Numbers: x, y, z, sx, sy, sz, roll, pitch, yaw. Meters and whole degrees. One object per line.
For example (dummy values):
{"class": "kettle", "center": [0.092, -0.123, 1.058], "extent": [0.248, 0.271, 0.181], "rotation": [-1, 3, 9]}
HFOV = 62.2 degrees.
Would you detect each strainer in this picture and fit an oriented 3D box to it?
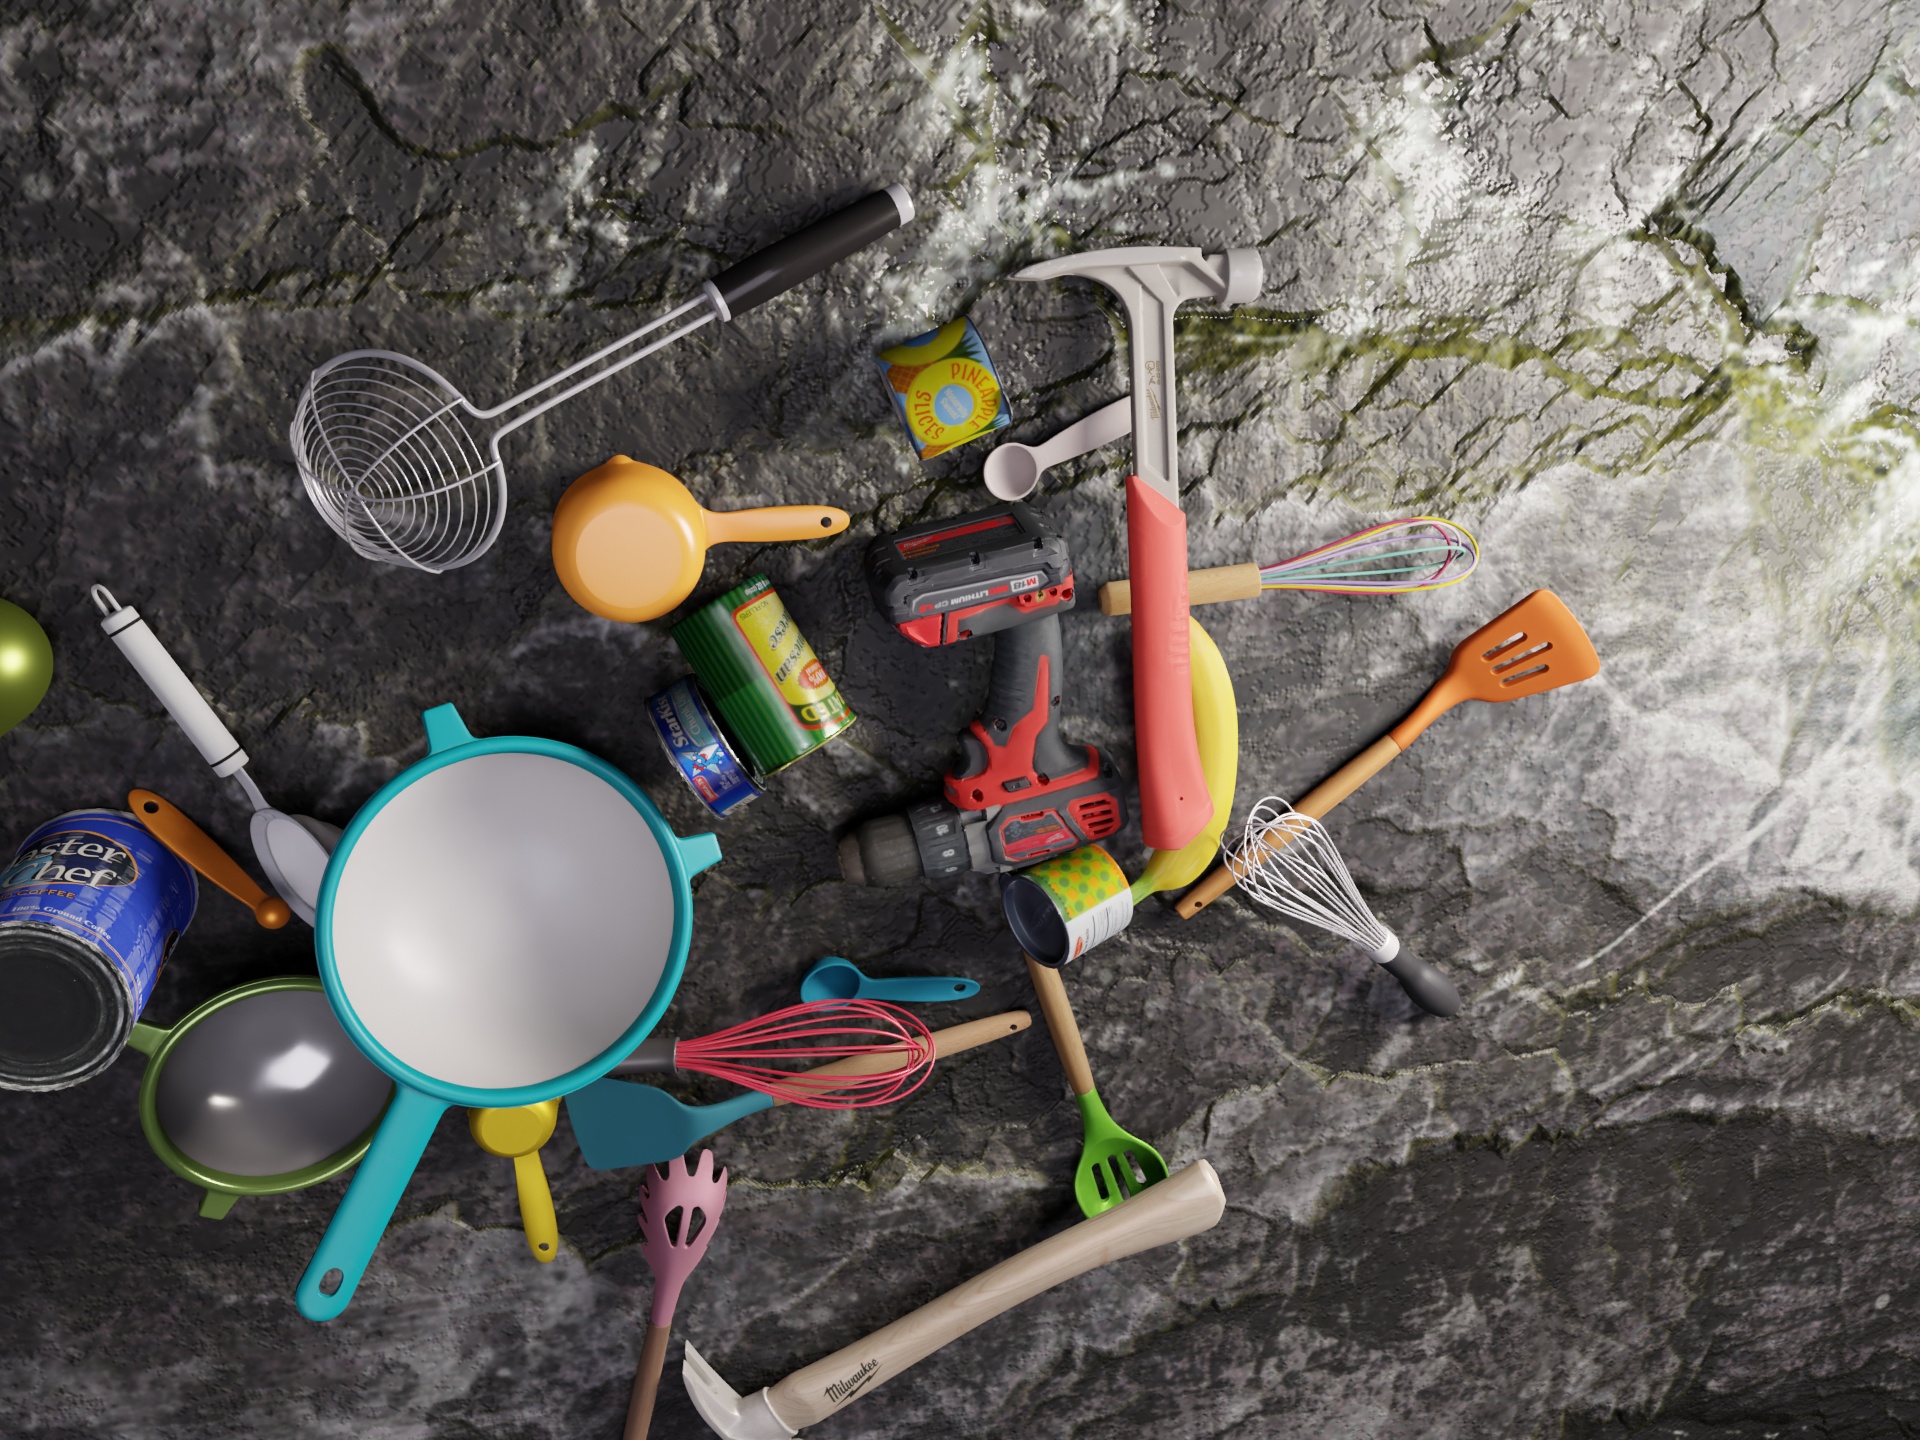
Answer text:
{"class": "strainer", "center": [-0.299, 0.172, 0.929], "extent": [0.210, 0.095, 0.340], "rotation": [29, 77, -23]}
{"class": "strainer", "center": [-0.416, 0.029, 0.922], "extent": [0.087, 0.050, 0.258], "rotation": [-12, 116, 42]}
{"class": "strainer", "center": [-0.373, 0.193, 0.992], "extent": [0.256, 0.069, 0.151], "rotation": [-20, 119, -22]}

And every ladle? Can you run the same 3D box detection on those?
{"class": "ladle", "center": [-0.576, 0.076, 0.914], "extent": [0.078, 0.062, 0.320], "rotation": [12, 115, -16]}

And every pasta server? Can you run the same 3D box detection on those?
{"class": "pasta server", "center": [-0.219, 0.443, 1.139], "extent": [0.060, 0.040, 0.316], "rotation": [8, 114, -15]}

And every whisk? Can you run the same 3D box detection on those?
{"class": "whisk", "center": [-0.164, 0.216, 1.030], "extent": [0.296, 0.073, 0.073], "rotation": [0, 112, -1]}
{"class": "whisk", "center": [0.207, -0.094, 1.005], "extent": [0.245, 0.051, 0.047], "rotation": [-8, 92, -4]}
{"class": "whisk", "center": [0.271, 0.138, 1.085], "extent": [0.070, 0.070, 0.284], "rotation": [-46, 125, 8]}

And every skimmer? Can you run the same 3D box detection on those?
{"class": "skimmer", "center": [-0.194, -0.204, 0.880], "extent": [0.363, 0.090, 0.127], "rotation": [-31, 112, -9]}

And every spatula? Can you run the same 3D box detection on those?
{"class": "spatula", "center": [-0.106, 0.240, 1.082], "extent": [0.317, 0.044, 0.082], "rotation": [-14, 113, -11]}
{"class": "spatula", "center": [0.275, 0.033, 1.066], "extent": [0.322, 0.041, 0.081], "rotation": [-40, 115, 7]}

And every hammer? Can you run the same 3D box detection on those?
{"class": "hammer", "center": [0.109, -0.097, 0.952], "extent": [0.149, 0.037, 0.359], "rotation": [-6, 103, -10]}
{"class": "hammer", "center": [-0.001, 0.418, 1.146], "extent": [0.410, 0.038, 0.146], "rotation": [-31, 113, 8]}

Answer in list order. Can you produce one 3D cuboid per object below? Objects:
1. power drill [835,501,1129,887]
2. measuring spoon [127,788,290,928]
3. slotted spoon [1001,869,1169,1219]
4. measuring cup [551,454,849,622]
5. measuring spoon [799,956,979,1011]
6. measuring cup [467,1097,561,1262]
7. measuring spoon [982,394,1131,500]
{"class": "power drill", "center": [-0.002, -0.003, 0.977], "extent": [0.188, 0.080, 0.226], "rotation": [-15, 117, -5]}
{"class": "measuring spoon", "center": [-0.441, 0.080, 0.934], "extent": [0.117, 0.021, 0.011], "rotation": [43, 137, -7]}
{"class": "slotted spoon", "center": [0.081, 0.237, 1.116], "extent": [0.070, 0.031, 0.313], "rotation": [-20, 112, -2]}
{"class": "measuring cup", "center": [-0.148, -0.104, 0.915], "extent": [0.173, 0.052, 0.095], "rotation": [-5, 113, -7]}
{"class": "measuring spoon", "center": [-0.048, 0.175, 1.073], "extent": [0.128, 0.021, 0.042], "rotation": [5, 121, -23]}
{"class": "measuring cup", "center": [-0.290, 0.307, 1.064], "extent": [0.062, 0.029, 0.156], "rotation": [-8, 111, -8]}
{"class": "measuring spoon", "center": [0.068, -0.170, 0.958], "extent": [0.124, 0.018, 0.034], "rotation": [-27, 112, -8]}
